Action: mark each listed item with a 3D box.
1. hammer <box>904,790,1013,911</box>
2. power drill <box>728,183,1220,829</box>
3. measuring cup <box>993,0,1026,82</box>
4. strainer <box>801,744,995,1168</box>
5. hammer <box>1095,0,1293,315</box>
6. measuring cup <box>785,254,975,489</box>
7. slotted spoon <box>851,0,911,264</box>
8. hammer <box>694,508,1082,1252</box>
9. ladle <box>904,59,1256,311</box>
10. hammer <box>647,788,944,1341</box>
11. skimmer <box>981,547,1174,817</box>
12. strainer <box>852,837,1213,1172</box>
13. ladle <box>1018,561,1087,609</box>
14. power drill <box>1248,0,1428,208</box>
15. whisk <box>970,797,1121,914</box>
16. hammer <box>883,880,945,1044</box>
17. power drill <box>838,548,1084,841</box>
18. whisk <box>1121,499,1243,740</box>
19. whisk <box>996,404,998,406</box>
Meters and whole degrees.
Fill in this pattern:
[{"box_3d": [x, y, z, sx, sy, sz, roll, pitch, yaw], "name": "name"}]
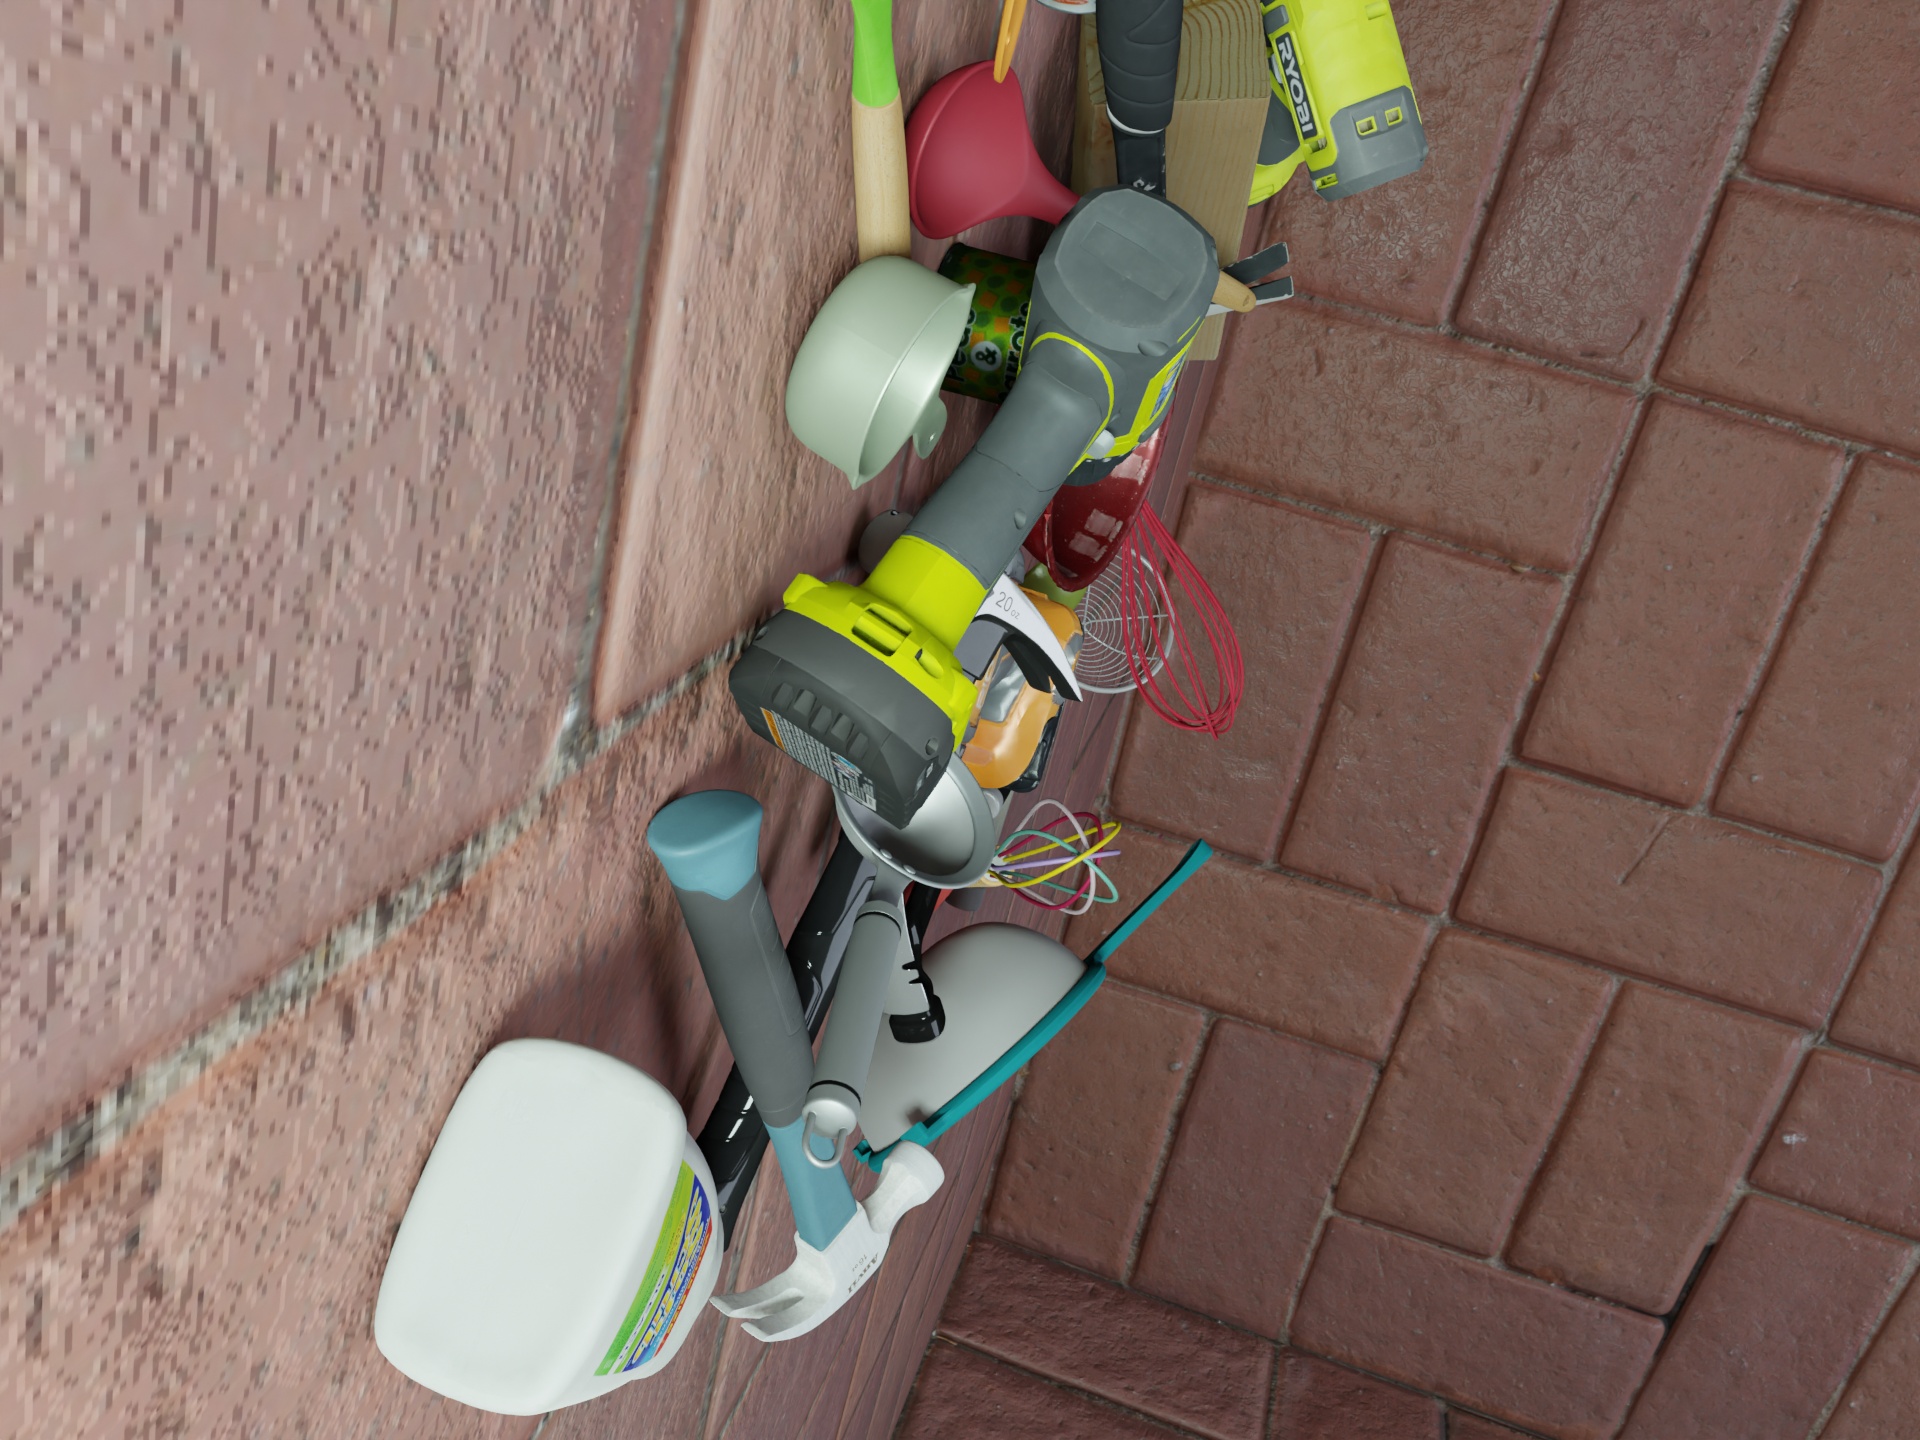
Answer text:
[{"box_3d": [-0.009, 0.102, 1.170, 0.359, 0.037, 0.149, -29, 135, -78], "name": "hammer"}, {"box_3d": [0.011, -0.075, 0.622, 0.228, 0.080, 0.190, -56, 176, -11], "name": "power drill"}, {"box_3d": [0.005, -0.282, 0.480, 0.173, 0.052, 0.095, 102, 9, -47], "name": "measuring cup"}, {"box_3d": [-0.033, 0.075, 0.624, 0.050, 0.086, 0.259, -46, -164, 29], "name": "strainer"}, {"box_3d": [0.084, -0.257, 0.697, 0.408, 0.149, 0.036, 48, 34, -79], "name": "hammer"}, {"box_3d": [-0.028, -0.125, 0.600, 0.083, 0.038, 0.167, -59, 178, 2], "name": "measuring cup"}, {"box_3d": [-0.026, -0.193, 0.534, 0.313, 0.031, 0.070, 91, 23, -65], "name": "slotted spoon"}, {"box_3d": [-0.050, 0.083, 0.732, 0.146, 0.035, 0.335, 30, 81, -44], "name": "hammer"}, {"box_3d": [0.064, -0.218, 0.702, 0.315, 0.031, 0.069, -1, 123, -57], "name": "ladle"}, {"box_3d": [-0.073, 0.149, 0.660, 0.128, 0.033, 0.330, -45, 144, -32], "name": "hammer"}, {"box_3d": [0.078, -0.033, 1.141, 0.090, 0.127, 0.363, -42, -173, 26], "name": "skimmer"}, {"box_3d": [0.038, 0.168, 1.121, 0.340, 0.095, 0.211, -40, 175, -22], "name": "strainer"}, {"box_3d": [0.079, -0.223, 1.113, 0.078, 0.062, 0.320, -31, 131, -74], "name": "ladle"}, {"box_3d": [0.175, -0.376, 0.899, 0.223, 0.080, 0.171, -136, -155, -74], "name": "power drill"}, {"box_3d": [0.028, 0.072, 0.802, 0.047, 0.051, 0.245, -62, -170, -13], "name": "whisk"}, {"box_3d": [-0.007, 0.056, 1.031, 0.337, 0.034, 0.127, -67, 148, -61], "name": "hammer"}, {"box_3d": [-0.001, -0.003, 0.884, 0.226, 0.084, 0.185, 14, 93, -77], "name": "power drill"}, {"box_3d": [0.112, -0.125, 1.004, 0.073, 0.073, 0.296, -37, 108, -75], "name": "whisk"}, {"box_3d": [0.044, -0.171, 0.970, 0.246, 0.058, 0.059, 46, 27, -77], "name": "whisk"}]
